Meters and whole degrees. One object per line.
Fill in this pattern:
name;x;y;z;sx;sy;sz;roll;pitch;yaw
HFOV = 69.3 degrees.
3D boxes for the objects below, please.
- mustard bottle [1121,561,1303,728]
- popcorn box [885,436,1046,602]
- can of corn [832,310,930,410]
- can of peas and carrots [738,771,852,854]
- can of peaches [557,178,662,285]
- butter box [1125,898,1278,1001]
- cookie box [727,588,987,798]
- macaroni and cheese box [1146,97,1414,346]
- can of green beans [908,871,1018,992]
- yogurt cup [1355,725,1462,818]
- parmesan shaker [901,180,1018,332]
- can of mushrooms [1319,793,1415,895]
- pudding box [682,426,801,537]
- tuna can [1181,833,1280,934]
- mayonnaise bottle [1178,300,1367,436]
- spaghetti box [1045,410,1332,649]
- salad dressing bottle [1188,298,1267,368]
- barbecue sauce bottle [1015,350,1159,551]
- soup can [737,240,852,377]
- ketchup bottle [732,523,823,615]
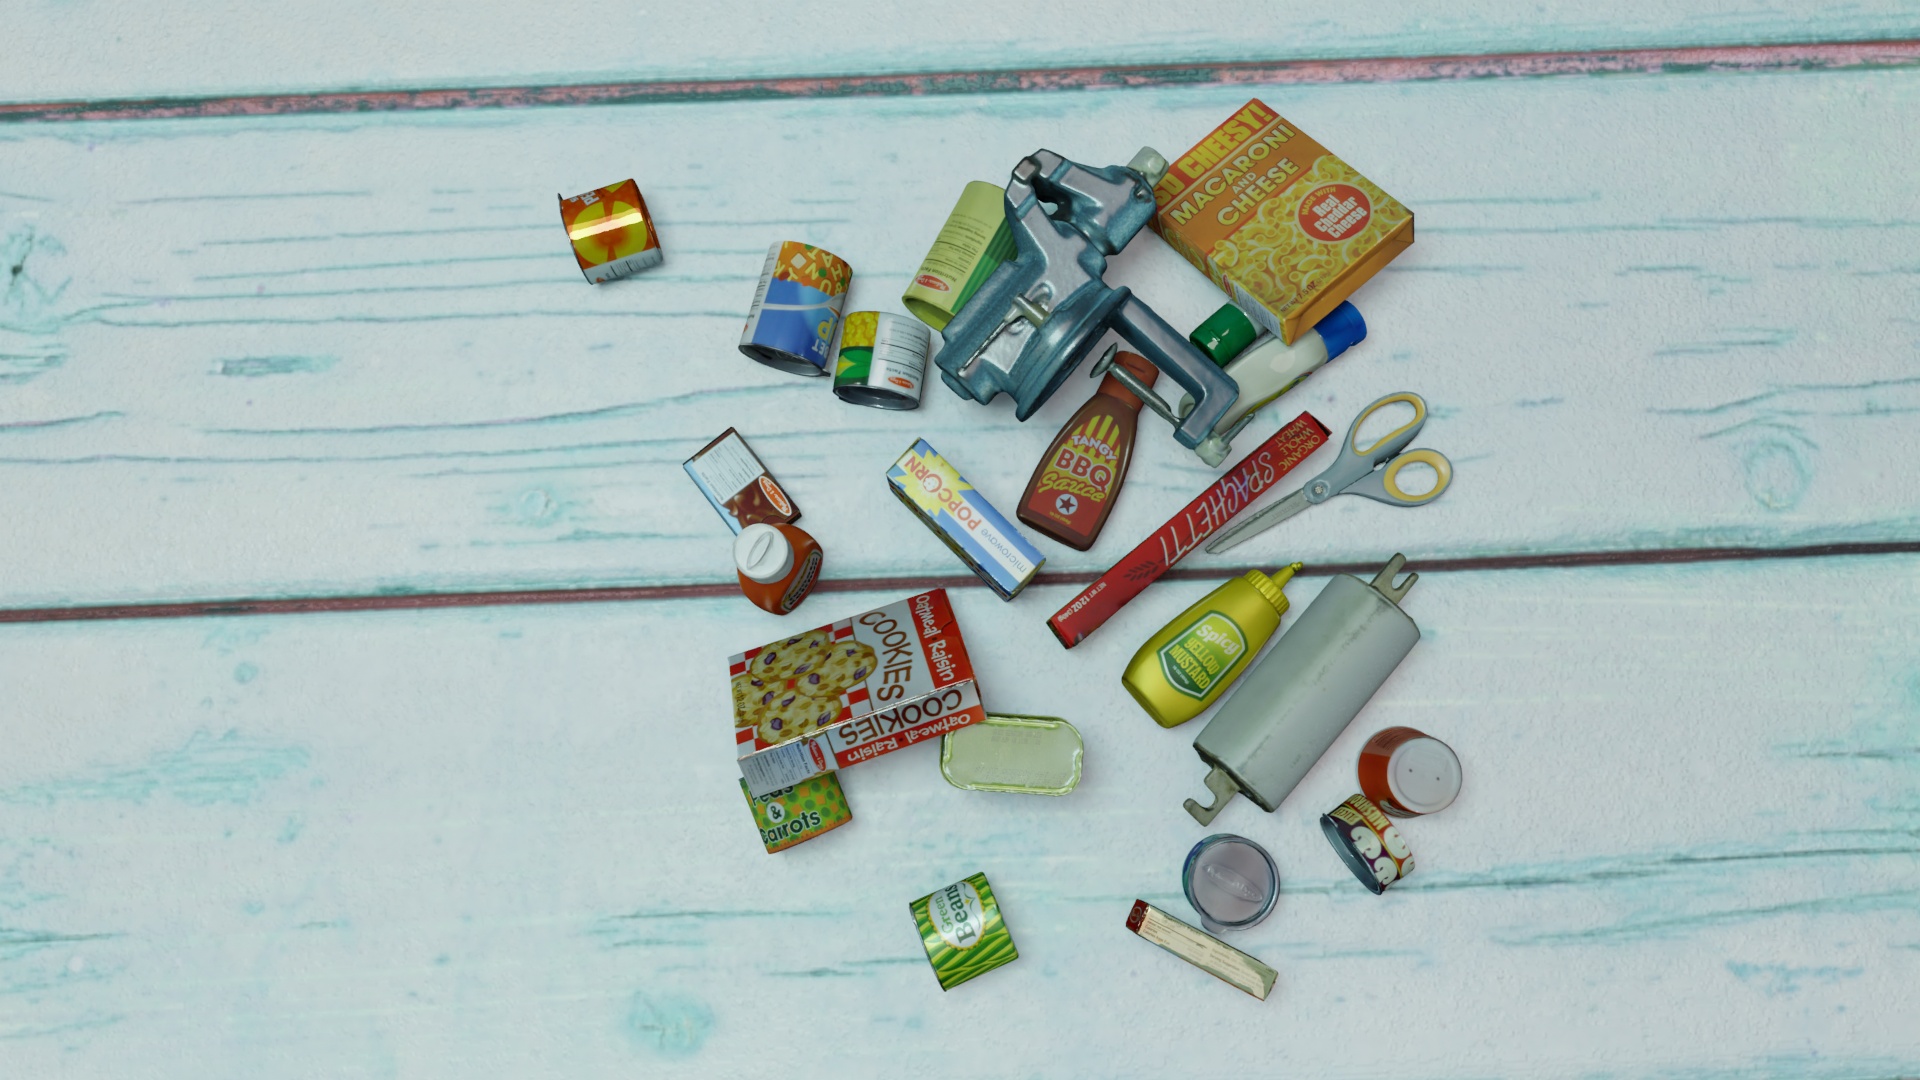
mustard bottle;0.192;0.067;1.018;0.160;0.049;0.065;-43;87;-5
popcorn box;0.004;-0.013;1.008;0.127;0.085;0.038;44;85;4
can of corn;-0.060;-0.133;1.035;0.071;0.071;0.058;9;82;1
can of peas and carrots;-0.118;0.184;0.988;0.071;0.071;0.059;-22;84;-3
can of peaches;-0.262;-0.234;1.042;0.058;0.071;0.071;-18;83;-3
butter box;0.170;0.290;0.987;0.103;0.053;0.024;27;81;2
cookie box;-0.075;0.102;0.975;0.167;0.123;0.040;-18;121;-3
macaroni and cheese box;0.231;-0.239;1.031;0.124;0.040;0.167;-39;60;-3
can of green beans;0.003;0.275;0.980;0.058;0.071;0.071;-23;84;-4
yogurt cup;0.326;0.168;1.004;0.072;0.054;0.072;0;82;-1
parmesan shaker;0.012;-0.208;1.042;0.071;0.071;0.103;29;83;3
can of mushrooms;0.289;0.214;0.990;0.033;0.071;0.071;-34;84;-5
pudding box;-0.163;-0.037;1.037;0.050;0.030;0.084;-39;85;-6
tuna can;0.193;0.248;1.002;0.071;0.033;0.071;0;83;-1
mayonnaise bottle;0.235;-0.128;1.039;0.148;0.064;0.041;-32;84;-8
spaghetti box;0.168;-0.008;1.027;0.250;0.050;0.029;-39;86;-5
salad dressing bottle;0.240;-0.189;1.055;0.148;0.044;0.064;-40;76;-4
barbecue sauce bottle;0.100;-0.069;1.038;0.065;0.043;0.148;27;83;4
soup can;-0.120;-0.172;1.037;0.071;0.071;0.084;16;83;1
ketchup bottle;-0.130;0.016;0.971;0.043;0.148;0.065;29;84;4
